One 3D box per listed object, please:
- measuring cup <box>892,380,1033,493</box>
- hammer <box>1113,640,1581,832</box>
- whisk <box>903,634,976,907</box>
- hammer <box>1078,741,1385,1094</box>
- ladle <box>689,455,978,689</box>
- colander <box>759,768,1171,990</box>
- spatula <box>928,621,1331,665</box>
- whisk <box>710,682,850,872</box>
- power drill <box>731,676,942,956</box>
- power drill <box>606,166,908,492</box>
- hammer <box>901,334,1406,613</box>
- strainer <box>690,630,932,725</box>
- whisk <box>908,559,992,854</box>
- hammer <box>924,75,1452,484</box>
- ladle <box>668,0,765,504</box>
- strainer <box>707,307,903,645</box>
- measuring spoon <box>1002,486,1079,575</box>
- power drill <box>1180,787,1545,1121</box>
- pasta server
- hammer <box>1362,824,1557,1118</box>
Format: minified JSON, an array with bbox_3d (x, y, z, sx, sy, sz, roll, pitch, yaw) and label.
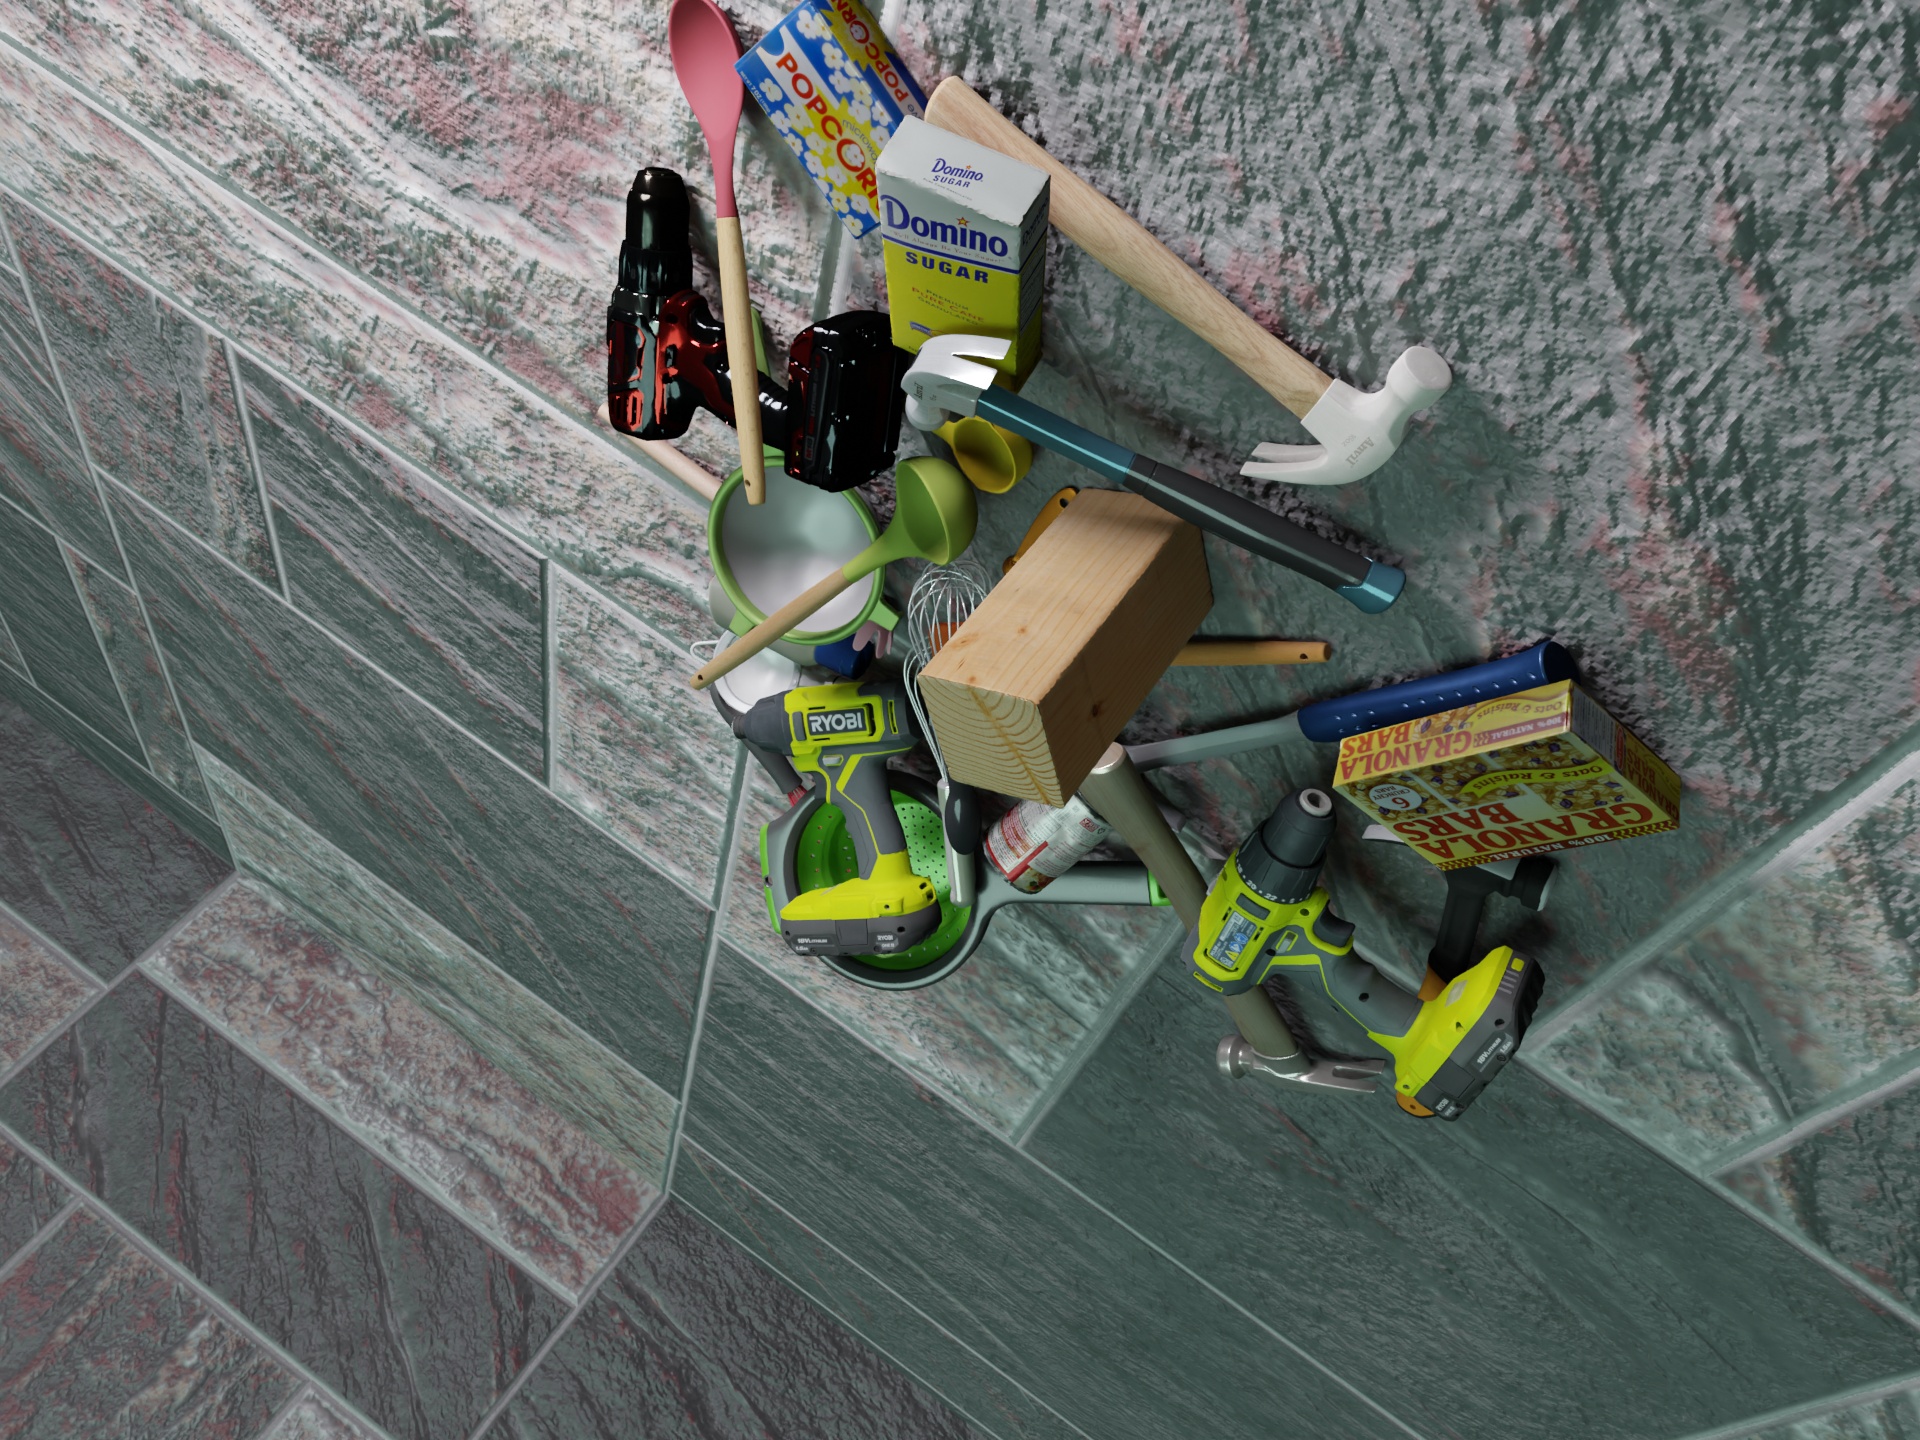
[{"bbox_3d":[-0.011,-0.213,1.095,0.157,0.029,0.062,39,147,23],"label":"measuring cup"},{"bbox_3d":[0.234,0.009,1.095,0.405,0.035,0.144,-14,119,51],"label":"hammer"},{"bbox_3d":[-0.008,0.044,1.303,0.058,0.059,0.246,-117,20,-67],"label":"whisk"},{"bbox_3d":[0.205,0.167,1.259,0.146,0.038,0.410,-1,136,39],"label":"hammer"},{"bbox_3d":[-0.106,-0.093,1.164,0.320,0.062,0.078,-31,83,36],"label":"ladle"},{"bbox_3d":[0.020,0.130,1.400,0.397,0.094,0.204,-1,103,22],"label":"colander"},{"bbox_3d":[0.115,-0.043,1.145,0.323,0.041,0.081,1,119,41],"label":"spatula"},{"bbox_3d":[-0.151,0.080,1.533,0.073,0.073,0.295,-14,114,51],"label":"whisk"},{"bbox_3d":[-0.102,0.080,1.345,0.171,0.080,0.223,-5,97,22],"label":"power drill"},{"bbox_3d":[-0.150,-0.266,1.093,0.227,0.080,0.187,22,120,25],"label":"power drill"},{"bbox_3d":[0.116,-0.149,0.978,0.331,0.033,0.128,26,170,2],"label":"hammer"},{"bbox_3d":[-0.117,-0.031,1.386,0.258,0.050,0.087,16,96,23],"label":"strainer"},{"bbox_3d":[-0.002,-0.005,1.212,0.070,0.070,0.284,21,134,26],"label":"whisk"},{"bbox_3d":[0.114,-0.253,0.912,0.331,0.031,0.130,39,146,2],"label":"hammer"},{"bbox_3d":[-0.146,-0.295,1.020,0.069,0.031,0.315,14,114,47],"label":"ladle"},{"bbox_3d":[-0.124,-0.186,1.202,0.151,0.069,0.256,-2,112,26],"label":"strainer"},{"bbox_3d":[0.056,-0.130,1.128,0.021,0.011,0.117,40,146,0],"label":"measuring spoon"},{"bbox_3d":[0.284,0.161,1.119,0.228,0.080,0.190,32,134,13],"label":"power drill"},{"bbox_3d":[-0.176,-0.160,1.295,0.316,0.060,0.040,37,110,9],"label":"pasta server"},{"bbox_3d":[0.355,0.198,1.198,0.127,0.034,0.336,21,142,25],"label":"hammer"}]
